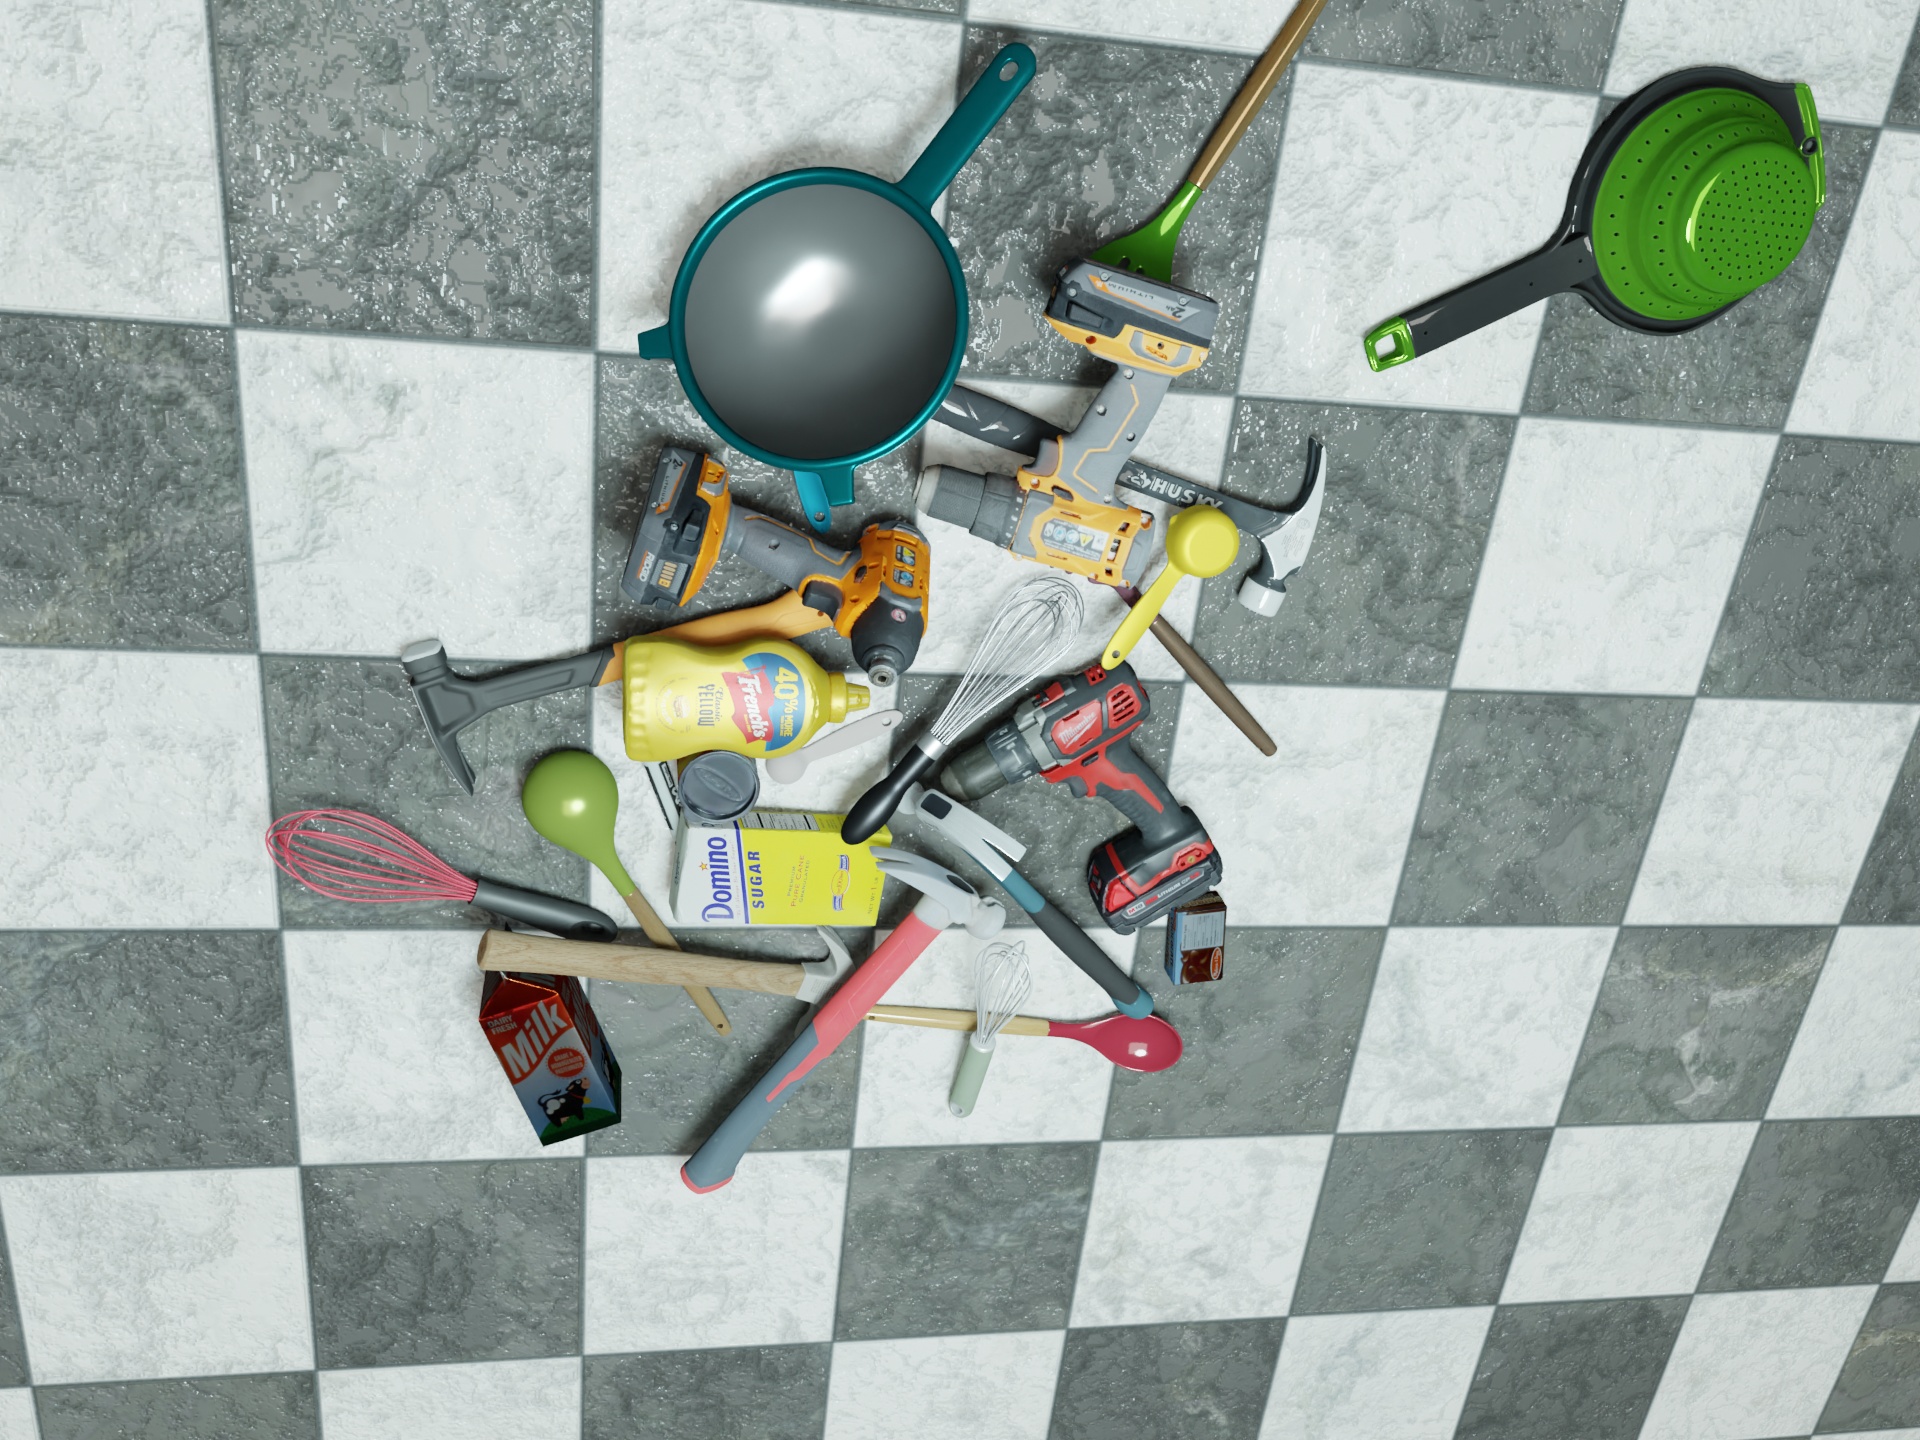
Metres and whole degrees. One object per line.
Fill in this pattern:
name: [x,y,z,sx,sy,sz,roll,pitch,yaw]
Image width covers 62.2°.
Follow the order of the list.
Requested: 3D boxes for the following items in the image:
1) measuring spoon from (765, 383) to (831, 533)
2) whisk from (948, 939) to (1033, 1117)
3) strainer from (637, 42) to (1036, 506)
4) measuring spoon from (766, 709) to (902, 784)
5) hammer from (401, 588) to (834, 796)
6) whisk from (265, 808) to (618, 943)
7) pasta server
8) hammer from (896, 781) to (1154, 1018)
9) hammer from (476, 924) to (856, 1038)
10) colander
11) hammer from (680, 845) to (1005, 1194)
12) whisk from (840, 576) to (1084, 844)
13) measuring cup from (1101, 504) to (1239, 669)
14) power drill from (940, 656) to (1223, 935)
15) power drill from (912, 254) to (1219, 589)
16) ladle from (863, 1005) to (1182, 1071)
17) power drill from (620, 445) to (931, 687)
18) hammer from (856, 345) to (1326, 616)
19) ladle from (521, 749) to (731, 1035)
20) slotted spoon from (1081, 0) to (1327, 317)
measuring spoon: [-0.121,-0.203,1.228,0.042,0.021,0.128,-11,126,4]
whisk: [0.022,0.285,1.442,0.058,0.059,0.246,31,134,18]
strainer: [-0.055,-0.326,1.134,0.211,0.095,0.340,38,92,6]
measuring spoon: [-0.105,0.022,1.334,0.124,0.018,0.034,-24,117,0]
hammer: [-0.259,-0.042,1.265,0.337,0.034,0.127,-16,116,-3]
whisk: [-0.420,0.135,1.309,0.295,0.073,0.073,22,109,-27]
pasta server: [0.172,-0.062,1.337,0.316,0.060,0.040,44,79,-29]
hammer: [0.071,0.167,1.400,0.033,0.128,0.330,-52,124,-11]
hammer: [-0.241,0.209,1.353,0.331,0.031,0.130,12,114,-29]
colander: [0.509,-0.358,1.229,0.397,0.095,0.204,-25,117,1]
hammer: [-0.134,0.272,1.393,0.143,0.038,0.386,31,108,-34]
whisk: [-0.001,-0.003,1.305,0.070,0.070,0.284,39,97,-24]
measuring cup: [0.165,-0.102,1.270,0.062,0.029,0.156,34,95,-24]
power drill: [0.107,0.075,1.370,0.188,0.080,0.226,-30,114,4]
power drill: [0.077,-0.225,1.182,0.185,0.084,0.226,15,110,-6]
ladle: [0.056,0.288,1.488,0.315,0.031,0.069,8,118,-13]
power drill: [-0.130,-0.108,1.184,0.226,0.164,0.084,18,129,-15]
hammer: [0.106,-0.210,1.256,0.408,0.036,0.149,17,110,-18]
ladle: [-0.273,0.156,1.360,0.078,0.062,0.319,-26,124,0]
slotted spoon: [0.187,-0.420,1.176,0.070,0.031,0.313,30,105,-17]
